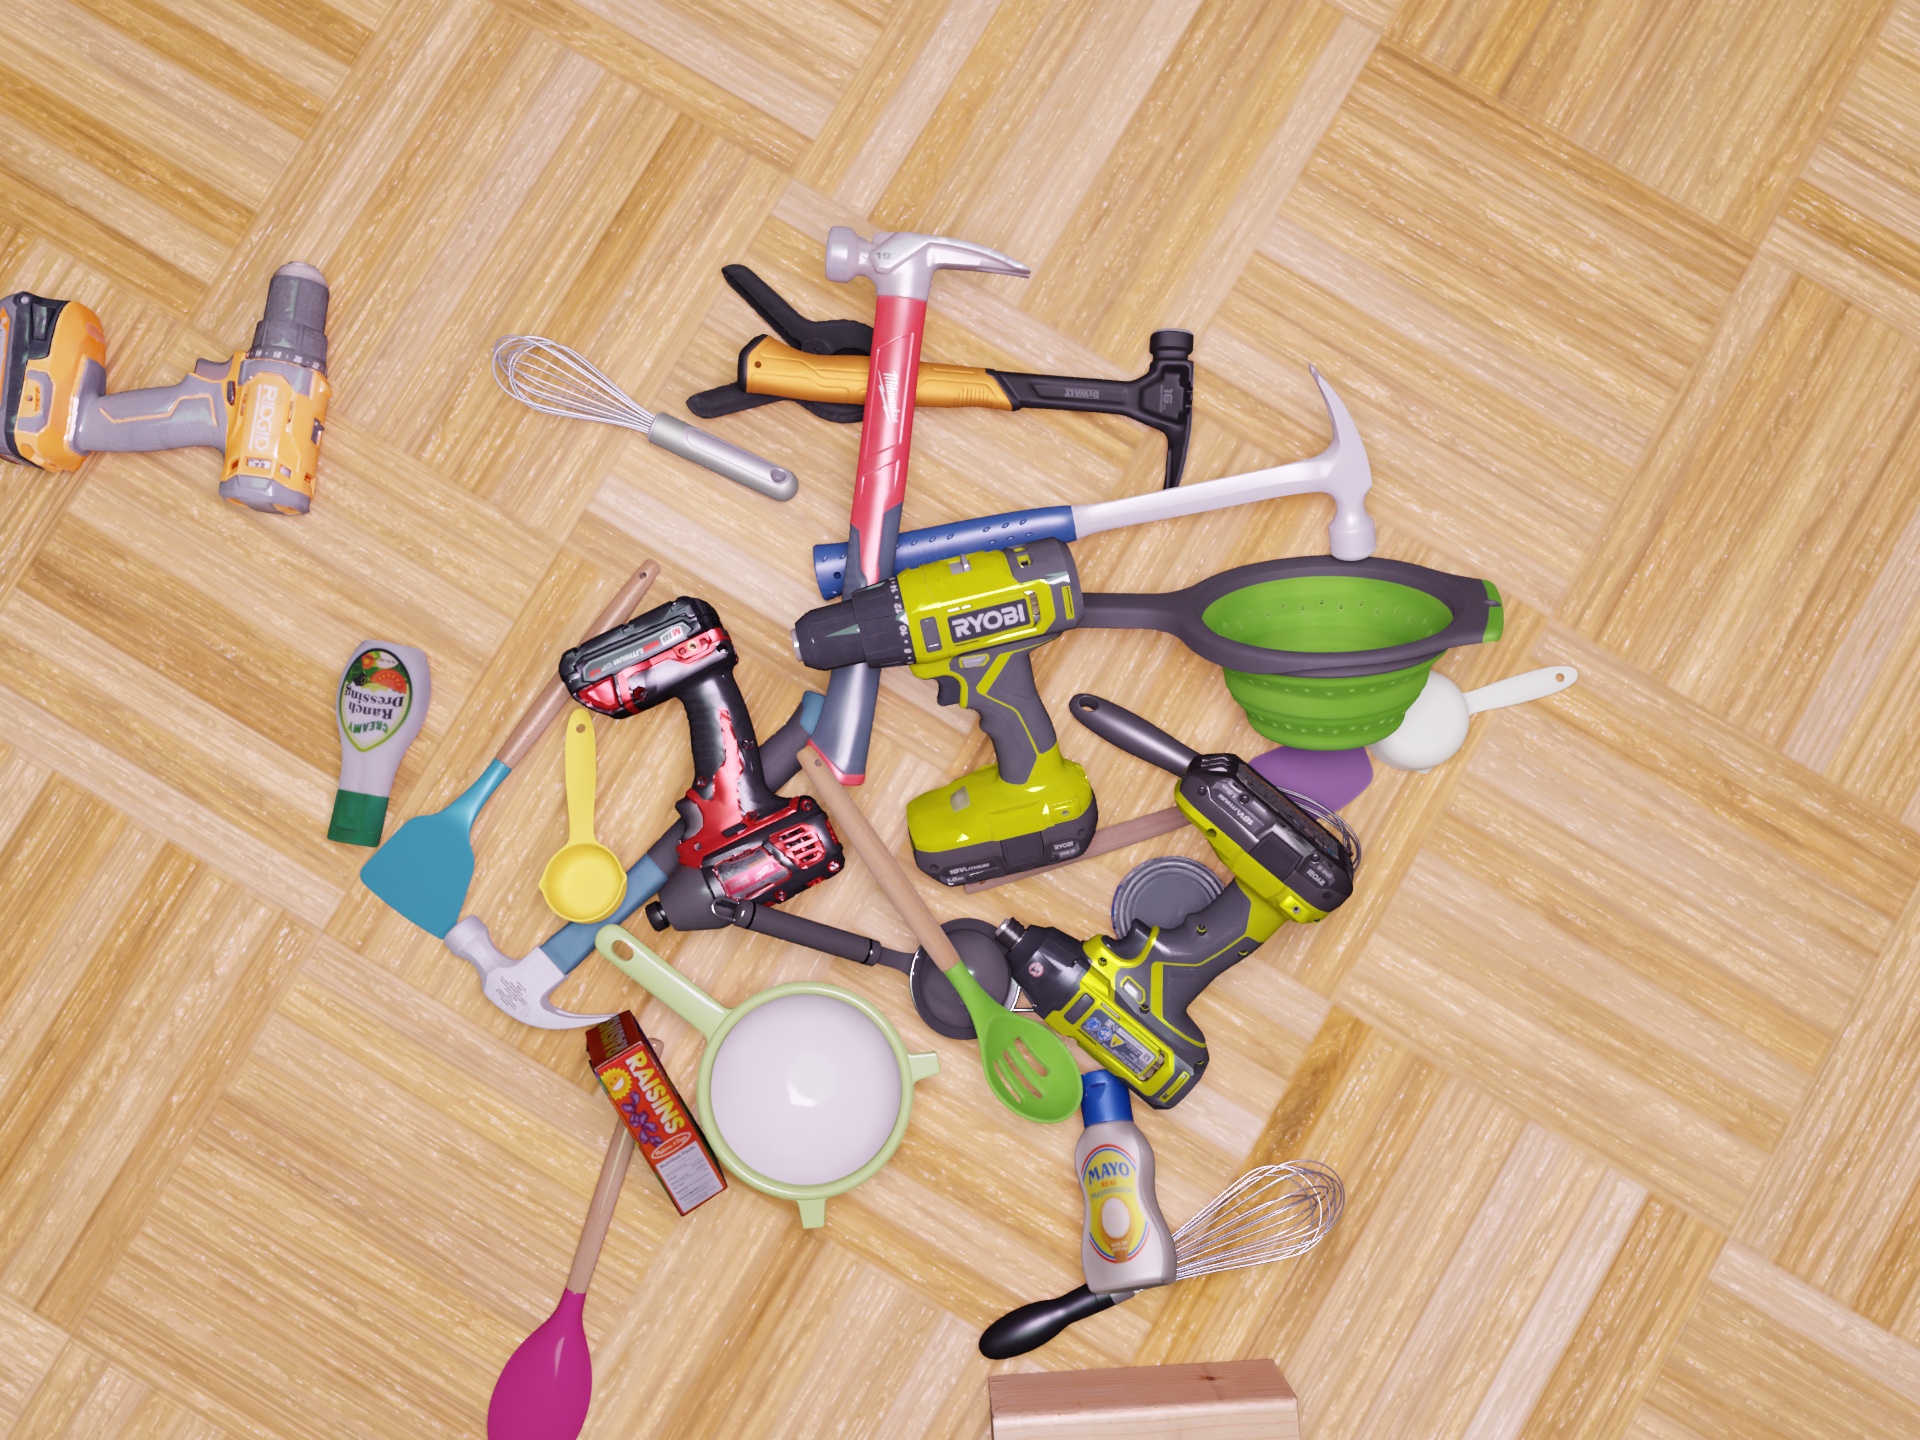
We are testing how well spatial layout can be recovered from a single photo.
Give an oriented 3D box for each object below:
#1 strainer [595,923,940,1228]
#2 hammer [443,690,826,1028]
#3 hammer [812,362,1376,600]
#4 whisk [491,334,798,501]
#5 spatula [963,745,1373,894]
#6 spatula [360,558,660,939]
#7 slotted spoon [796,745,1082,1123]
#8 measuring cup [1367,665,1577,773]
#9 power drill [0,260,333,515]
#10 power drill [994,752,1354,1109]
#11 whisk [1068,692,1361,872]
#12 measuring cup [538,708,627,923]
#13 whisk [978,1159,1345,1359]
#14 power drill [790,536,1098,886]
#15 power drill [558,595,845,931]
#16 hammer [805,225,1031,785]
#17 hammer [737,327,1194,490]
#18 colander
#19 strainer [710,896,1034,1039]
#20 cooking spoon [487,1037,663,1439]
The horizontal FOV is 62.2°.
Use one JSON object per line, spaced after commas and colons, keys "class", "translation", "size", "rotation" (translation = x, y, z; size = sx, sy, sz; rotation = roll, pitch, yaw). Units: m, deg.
{"class": "strainer", "translation": [-0.150, 0.225, 1.130], "size": [0.256, 0.069, 0.151], "rotation": [37, 89, 2]}
{"class": "hammer", "translation": [-0.210, 0.096, 1.159], "size": [0.331, 0.033, 0.128], "rotation": [-42, 86, -4]}
{"class": "hammer", "translation": [0.092, -0.152, 1.153], "size": [0.405, 0.035, 0.144], "rotation": [-11, 116, 5]}
{"class": "whisk", "translation": [-0.233, -0.222, 1.180], "size": [0.246, 0.059, 0.058], "rotation": [25, 58, -3]}
{"class": "spatula", "translation": [0.153, 0.076, 1.172], "size": [0.316, 0.018, 0.060], "rotation": [-17, 81, -3]}
{"class": "spatula", "translation": [-0.319, 0.011, 1.171], "size": [0.082, 0.044, 0.317], "rotation": [35, 81, 3]}
{"class": "slotted spoon", "translation": [-0.019, 0.148, 1.105], "size": [0.070, 0.031, 0.314], "rotation": [-36, 92, -39]}
{"class": "measuring cup", "translation": [0.380, -0.014, 1.172], "size": [0.167, 0.038, 0.083], "rotation": [-16, 86, 0]}
{"class": "power drill", "translation": [-0.575, -0.255, 1.161], "size": [0.226, 0.084, 0.185], "rotation": [8, 85, -4]}
{"class": "power drill", "translation": [0.144, 0.137, 1.092], "size": [0.171, 0.080, 0.223], "rotation": [40, 106, 1]}
{"class": "whisk", "translation": [0.181, 0.044, 1.150], "size": [0.239, 0.055, 0.055], "rotation": [30, 85, 14]}
{"class": "measuring cup", "translation": [-0.268, 0.069, 1.138], "size": [0.062, 0.029, 0.157], "rotation": [-5, 72, 0]}
{"class": "whisk", "translation": [0.141, 0.387, 1.131], "size": [0.284, 0.070, 0.070], "rotation": [-25, 86, 2]}
{"class": "power drill", "translation": [-0.002, -0.003, 1.089], "size": [0.190, 0.080, 0.228], "rotation": [-14, 120, -2]}
{"class": "power drill", "translation": [-0.188, 0.036, 1.113], "size": [0.143, 0.078, 0.220], "rotation": [-26, 87, -3]}
{"class": "hammer", "translation": [-0.044, -0.144, 1.122], "size": [0.143, 0.038, 0.386], "rotation": [7, 95, 0]}
{"class": "hammer", "translation": [0.005, -0.236, 1.165], "size": [0.337, 0.034, 0.127], "rotation": [3, 87, -8]}
{"class": "colander", "translation": [0.178, -0.044, 1.139], "size": [0.397, 0.205, 0.094], "rotation": [2, 115, 16]}
{"class": "strainer", "translation": [-0.057, 0.163, 1.118], "size": [0.258, 0.050, 0.087], "rotation": [21, 77, -24]}
{"class": "cooking spoon", "translation": [-0.268, 0.383, 1.141], "size": [0.068, 0.017, 0.319], "rotation": [17, 85, -2]}
